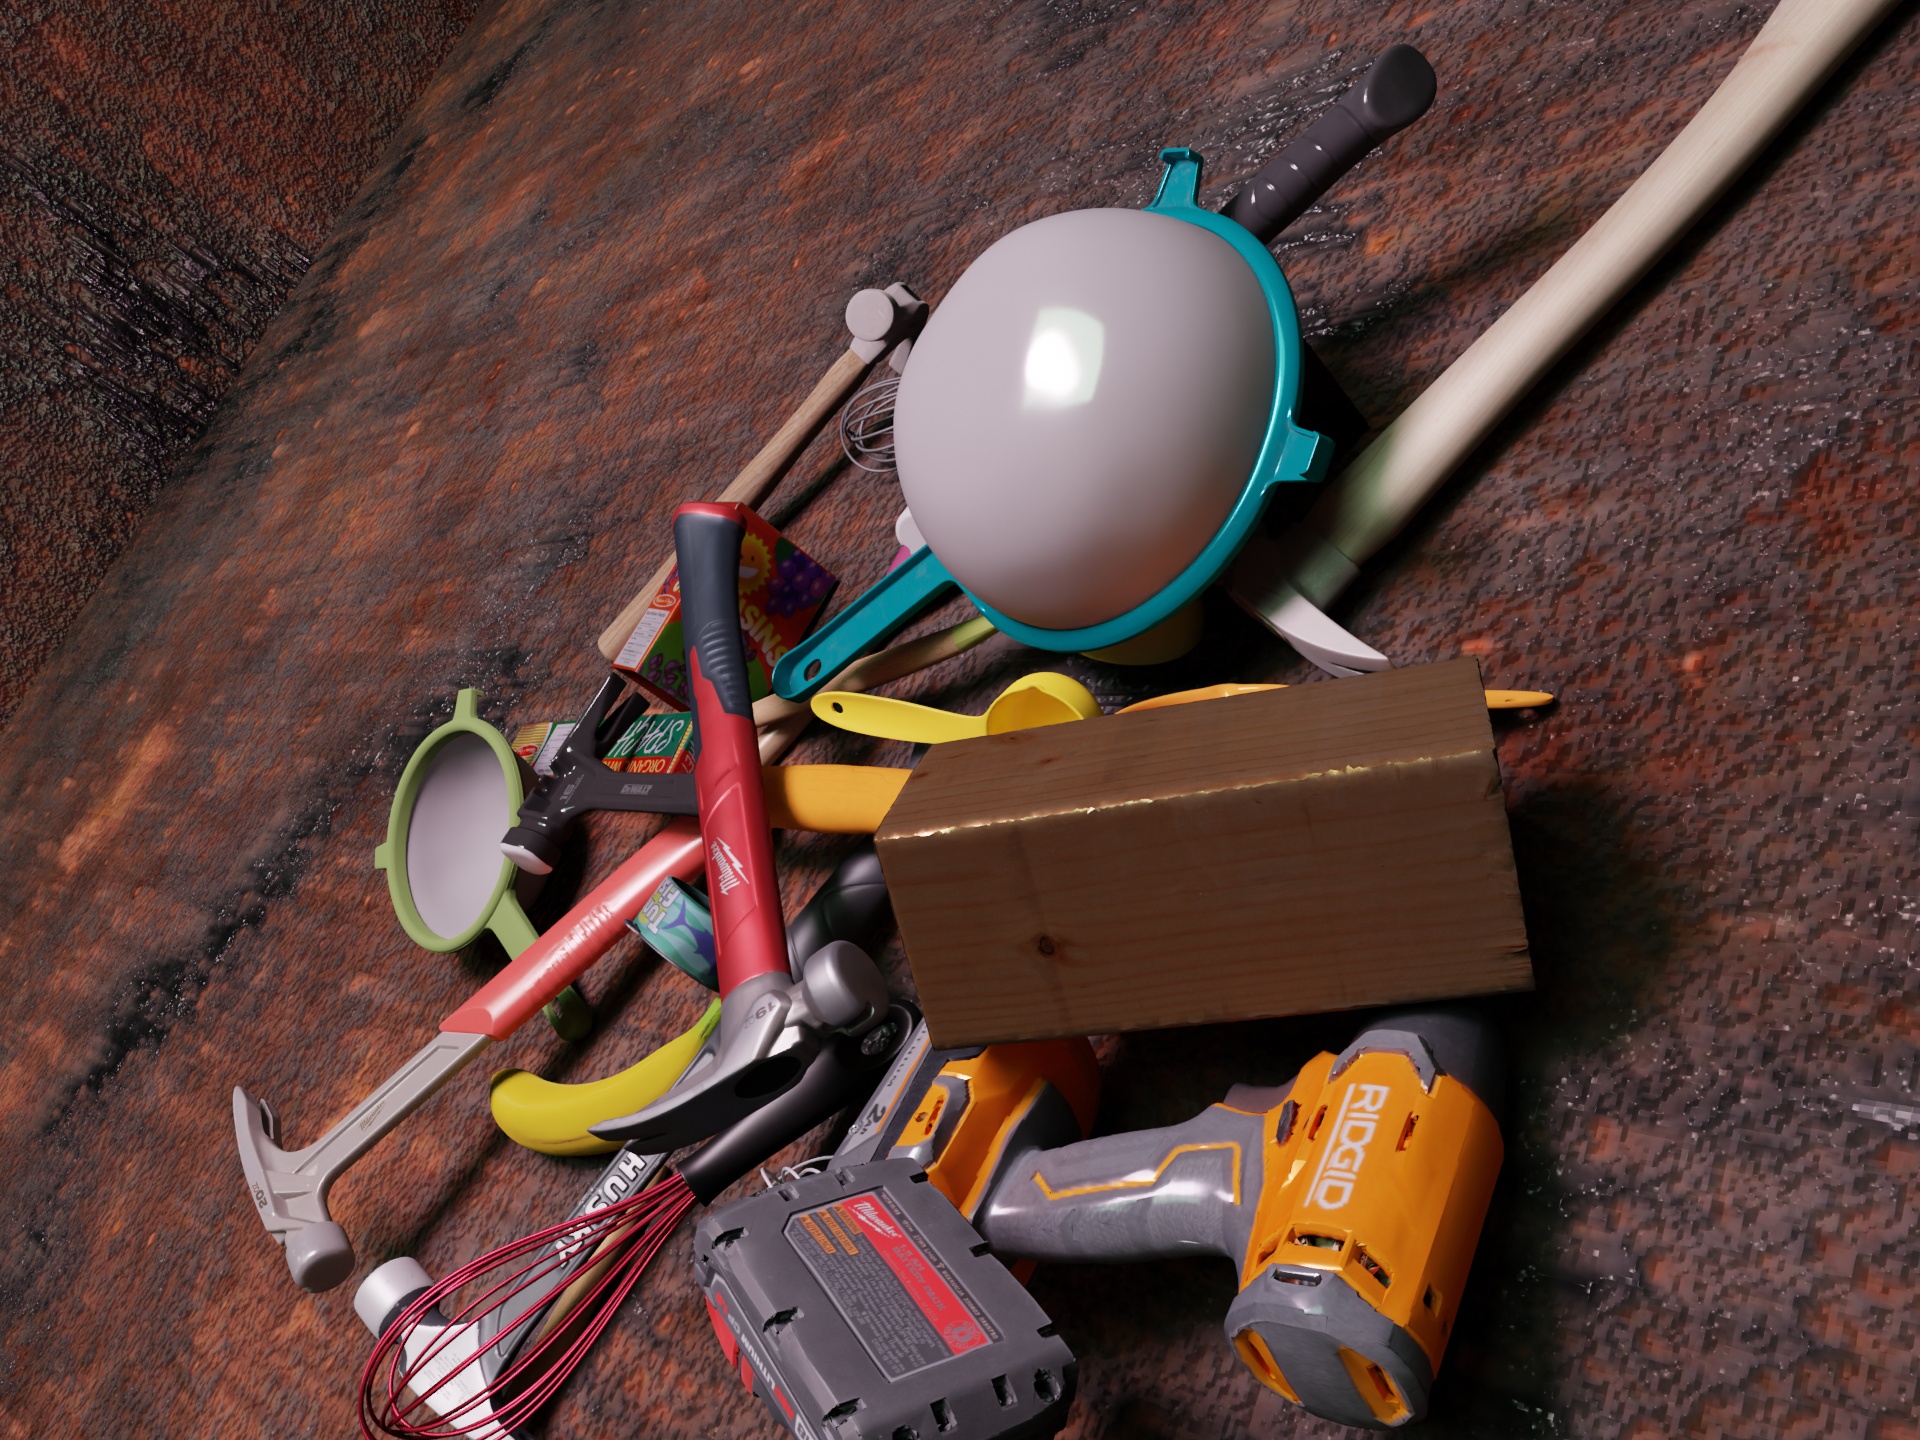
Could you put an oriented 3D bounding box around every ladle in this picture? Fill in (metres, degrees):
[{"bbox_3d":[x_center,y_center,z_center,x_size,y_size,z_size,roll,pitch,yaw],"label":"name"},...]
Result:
[{"bbox_3d":[-0.012,-0.026,0.837,0.320,0.062,0.078,-18,19,41],"label":"ladle"},{"bbox_3d":[-0.230,0.356,0.769,0.069,0.031,0.315,14,69,48],"label":"ladle"}]

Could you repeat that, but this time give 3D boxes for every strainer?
[{"bbox_3d":[-0.276,0.108,1.006,0.257,0.069,0.151,46,112,35],"label":"strainer"},{"bbox_3d":[-0.005,-0.110,0.736,0.340,0.095,0.211,-36,54,32],"label":"strainer"}]

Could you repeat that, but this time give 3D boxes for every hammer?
[{"bbox_3d":[-0.250,0.146,0.896,0.359,0.036,0.149,-42,46,-6],"label":"hammer"},{"bbox_3d":[-0.112,0.033,0.829,0.337,0.034,0.127,1,54,43],"label":"hammer"},{"bbox_3d":[-0.128,0.024,0.790,0.143,0.038,0.387,-35,41,18],"label":"hammer"},{"bbox_3d":[0.278,-0.188,0.682,0.410,0.038,0.146,-47,38,6],"label":"hammer"},{"bbox_3d":[-0.117,0.171,0.774,0.149,0.036,0.409,35,82,29],"label":"hammer"},{"bbox_3d":[-0.136,-0.159,1.064,0.331,0.031,0.130,-46,0,21],"label":"hammer"},{"bbox_3d":[0.097,-0.206,0.792,0.334,0.035,0.146,-37,14,41],"label":"hammer"}]

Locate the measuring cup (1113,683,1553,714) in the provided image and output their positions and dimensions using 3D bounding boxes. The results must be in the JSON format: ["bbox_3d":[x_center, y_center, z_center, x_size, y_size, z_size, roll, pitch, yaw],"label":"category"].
[{"bbox_3d":[0.146,0.017,0.637,0.173,0.052,0.095,-3,13,16],"label":"measuring cup"}]

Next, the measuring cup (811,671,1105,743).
[{"bbox_3d":[-0.001,-0.002,0.775,0.156,0.062,0.029,9,31,27],"label":"measuring cup"}]

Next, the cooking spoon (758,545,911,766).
[{"bbox_3d":[-0.075,-0.026,0.933,0.319,0.017,0.069,-47,37,5],"label":"cooking spoon"}]

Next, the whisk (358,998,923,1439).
[{"bbox_3d":[-0.135,0.220,0.708,0.296,0.073,0.073,-36,34,-13],"label":"whisk"}]

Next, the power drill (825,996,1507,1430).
[{"bbox_3d":[0.079,0.147,0.565,0.226,0.084,0.164,-5,36,40],"label":"power drill"}]

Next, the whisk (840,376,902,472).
[{"bbox_3d":[0.024,-0.202,0.958,0.239,0.055,0.055,-14,50,33],"label":"whisk"}]

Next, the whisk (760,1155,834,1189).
[{"bbox_3d":[-0.009,0.261,0.596,0.070,0.070,0.285,-52,41,0],"label":"whisk"}]

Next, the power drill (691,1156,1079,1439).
[{"bbox_3d":[-0.050,0.261,0.538,0.188,0.080,0.226,36,125,49],"label":"power drill"}]
